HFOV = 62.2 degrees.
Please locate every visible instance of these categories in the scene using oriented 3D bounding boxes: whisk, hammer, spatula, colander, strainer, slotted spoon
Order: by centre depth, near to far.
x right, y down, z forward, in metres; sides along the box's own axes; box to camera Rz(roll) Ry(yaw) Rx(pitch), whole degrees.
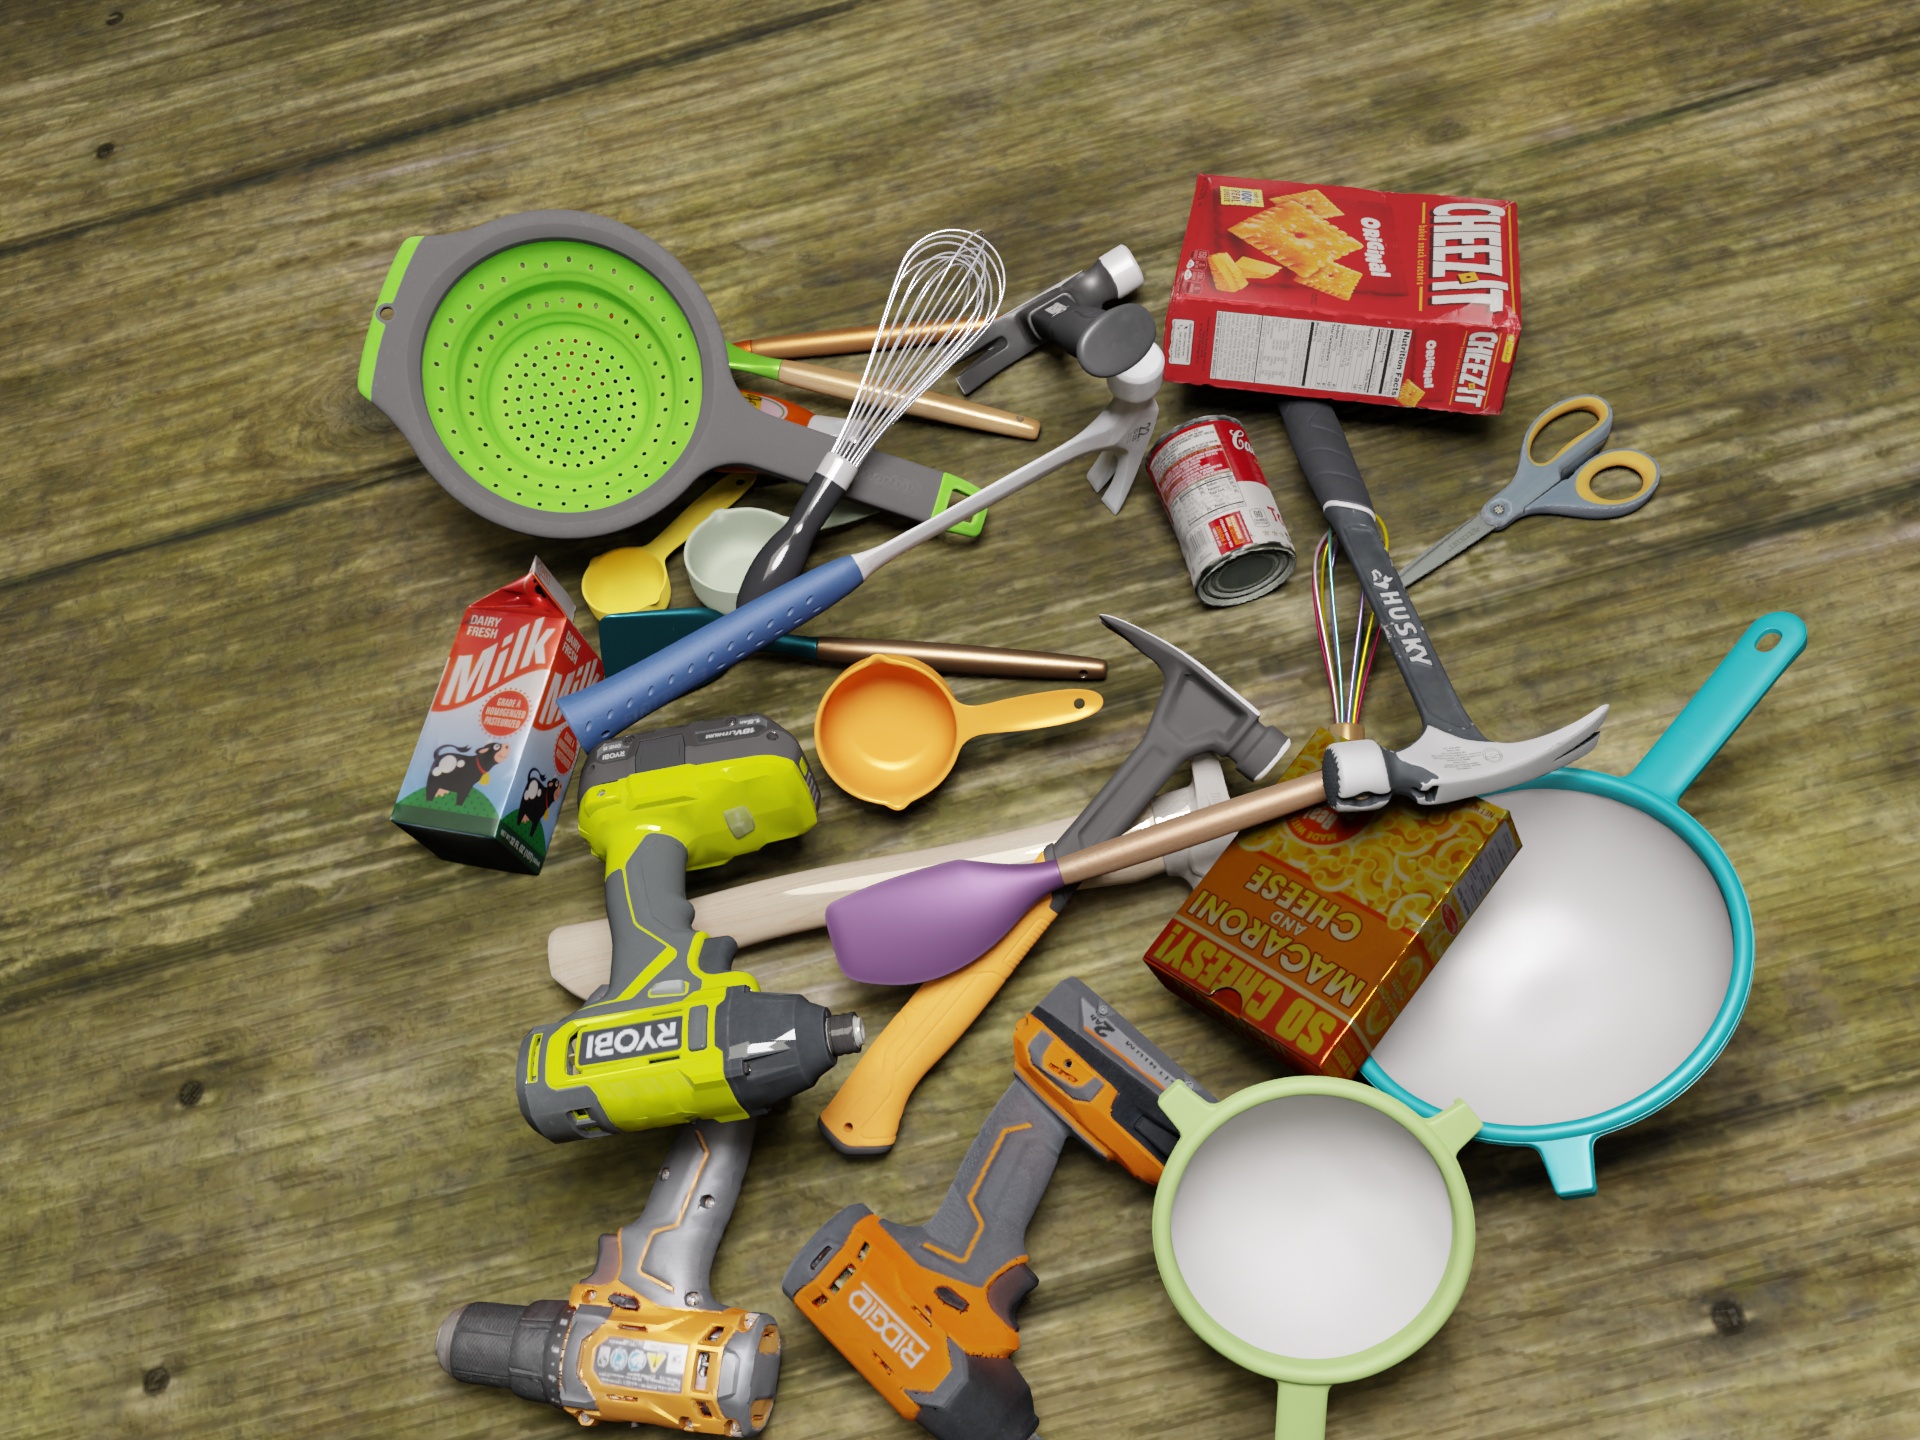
[{"bbox_3d":[0.168,0.292,0.788,0.151,0.069,0.256,2,97,4],"label":"strainer"},{"bbox_3d":[0.346,0.089,0.845,0.340,0.095,0.211,-47,45,-10],"label":"strainer"},{"bbox_3d":[0.079,0.076,0.857,0.316,0.018,0.060,-20,82,6],"label":"spatula"},{"bbox_3d":[0.030,0.102,0.888,0.127,0.034,0.337,39,91,7],"label":"hammer"},{"bbox_3d":[-0.045,0.088,0.933,0.410,0.038,0.146,-12,86,6],"label":"hammer"},{"bbox_3d":[0.240,-0.110,0.935,0.149,0.036,0.409,-6,46,-3],"label":"hammer"},{"bbox_3d":[0.234,-0.017,0.952,0.047,0.051,0.245,-4,68,26],"label":"whisk"},{"bbox_3d":[-0.053,-0.093,0.961,0.405,0.144,0.035,-30,69,-11],"label":"hammer"},{"bbox_3d":[0.064,-0.236,0.963,0.146,0.335,0.035,-29,106,6],"label":"hammer"},{"bbox_3d":[-0.060,-0.182,0.989,0.070,0.070,0.284,31,89,21],"label":"whisk"},{"bbox_3d":[-0.066,-0.036,1.009,0.317,0.082,0.044,4,40,6],"label":"spatula"},{"bbox_3d":[-0.177,-0.190,1.039,0.397,0.094,0.204,17,86,-10],"label":"colander"},{"bbox_3d":[-0.098,-0.236,1.093,0.314,0.031,0.070,14,52,3],"label":"slotted spoon"},{"bbox_3d":[-0.126,-0.271,1.132,0.322,0.041,0.081,-5,67,6],"label":"spatula"}]

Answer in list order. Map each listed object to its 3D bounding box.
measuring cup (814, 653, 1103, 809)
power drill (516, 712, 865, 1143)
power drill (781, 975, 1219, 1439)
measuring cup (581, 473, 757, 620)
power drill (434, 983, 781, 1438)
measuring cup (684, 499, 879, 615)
[{"bbox_3d":[-0.002,-0.003,0.969,0.173,0.052,0.095,-8,100,0],"label":"measuring cup"},{"bbox_3d":[-0.138,0.108,0.853,0.171,0.080,0.223,-11,48,6],"label":"power drill"},{"bbox_3d":[0.038,0.268,0.835,0.164,0.084,0.226,40,80,20],"label":"power drill"},{"bbox_3d":[-0.191,-0.118,1.085,0.062,0.029,0.156,32,62,22],"label":"measuring cup"},{"bbox_3d":[-0.182,0.264,0.873,0.185,0.084,0.226,1,70,12],"label":"power drill"},{"bbox_3d":[-0.103,-0.118,1.065,0.167,0.038,0.083,-24,56,-19],"label":"measuring cup"}]
